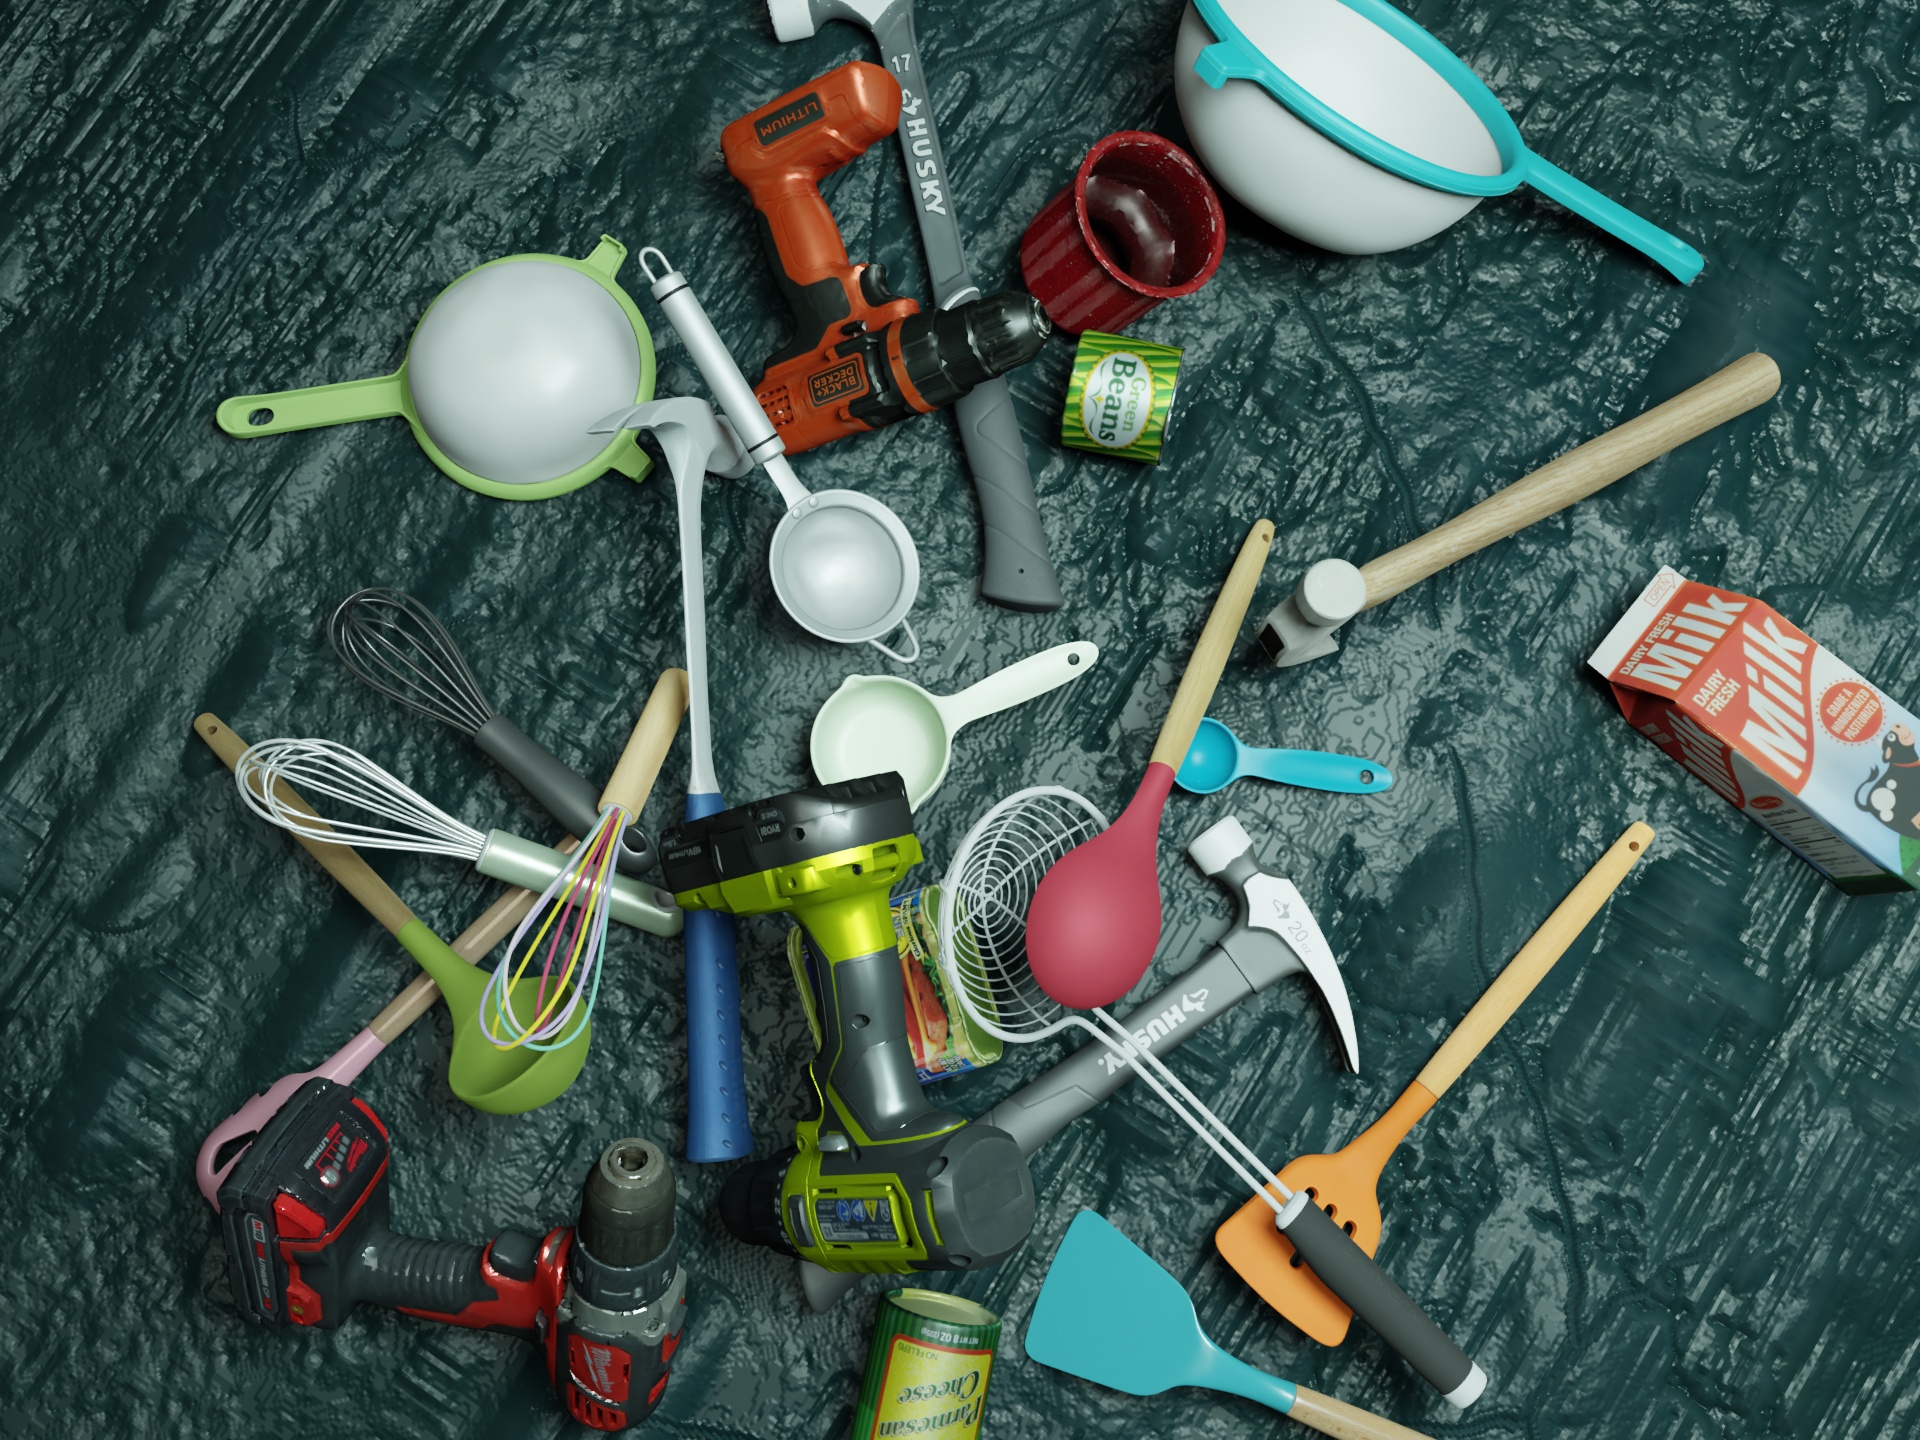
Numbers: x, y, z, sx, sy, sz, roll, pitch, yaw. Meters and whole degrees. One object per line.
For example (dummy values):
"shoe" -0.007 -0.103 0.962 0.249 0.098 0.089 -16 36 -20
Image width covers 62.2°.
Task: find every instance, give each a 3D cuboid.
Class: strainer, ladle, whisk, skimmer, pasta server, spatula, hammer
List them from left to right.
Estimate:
"ladle" -0.316 0.091 0.851 0.320 0.062 0.078 39 70 18
"pasta server" -0.297 0.153 0.876 0.060 0.040 0.316 44 82 8
"strainer" -0.306 -0.198 0.906 0.256 0.069 0.151 -9 81 0
"whisk" -0.261 0.067 0.847 0.246 0.058 0.059 22 120 -15
"whisk" -0.257 0.005 0.879 0.239 0.055 0.055 39 85 10
"whisk" -0.182 0.065 0.820 0.051 0.047 0.245 23 50 -7
"hammer" -0.141 0.028 0.846 0.035 0.144 0.405 -4 88 16
"strainer" -0.100 -0.140 0.860 0.087 0.050 0.258 -36 103 -24
"hammer" -0.001 -0.257 0.918 0.149 0.036 0.409 -13 81 0
"hammer" 0.055 0.205 0.844 0.335 0.035 0.146 -36 81 -2
"ladle" 0.111 0.007 0.812 0.069 0.031 0.316 38 56 -15
"skimmer" 0.130 0.188 0.776 0.363 0.090 0.127 45 57 9
"spatula" 0.192 0.355 0.821 0.317 0.044 0.082 23 83 2
"strainer" 0.250 -0.299 0.882 0.340 0.095 0.211 23 43 -15
"spatula" 0.262 0.176 0.834 0.081 0.041 0.322 41 85 9
"hammer" 0.301 -0.115 0.851 0.331 0.130 0.031 -28 81 -12

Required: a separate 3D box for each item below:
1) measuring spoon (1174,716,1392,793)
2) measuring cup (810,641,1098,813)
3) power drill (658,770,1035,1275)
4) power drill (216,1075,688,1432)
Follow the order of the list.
"measuring spoon" 0.173 0.026 0.877 0.128 0.021 0.042 8 81 -5
"measuring cup" -0.001 -0.003 0.878 0.167 0.038 0.083 -24 81 -3
"power drill" -0.070 0.152 0.766 0.190 0.080 0.228 -18 85 44
"power drill" -0.243 0.255 0.790 0.227 0.080 0.187 16 125 6
